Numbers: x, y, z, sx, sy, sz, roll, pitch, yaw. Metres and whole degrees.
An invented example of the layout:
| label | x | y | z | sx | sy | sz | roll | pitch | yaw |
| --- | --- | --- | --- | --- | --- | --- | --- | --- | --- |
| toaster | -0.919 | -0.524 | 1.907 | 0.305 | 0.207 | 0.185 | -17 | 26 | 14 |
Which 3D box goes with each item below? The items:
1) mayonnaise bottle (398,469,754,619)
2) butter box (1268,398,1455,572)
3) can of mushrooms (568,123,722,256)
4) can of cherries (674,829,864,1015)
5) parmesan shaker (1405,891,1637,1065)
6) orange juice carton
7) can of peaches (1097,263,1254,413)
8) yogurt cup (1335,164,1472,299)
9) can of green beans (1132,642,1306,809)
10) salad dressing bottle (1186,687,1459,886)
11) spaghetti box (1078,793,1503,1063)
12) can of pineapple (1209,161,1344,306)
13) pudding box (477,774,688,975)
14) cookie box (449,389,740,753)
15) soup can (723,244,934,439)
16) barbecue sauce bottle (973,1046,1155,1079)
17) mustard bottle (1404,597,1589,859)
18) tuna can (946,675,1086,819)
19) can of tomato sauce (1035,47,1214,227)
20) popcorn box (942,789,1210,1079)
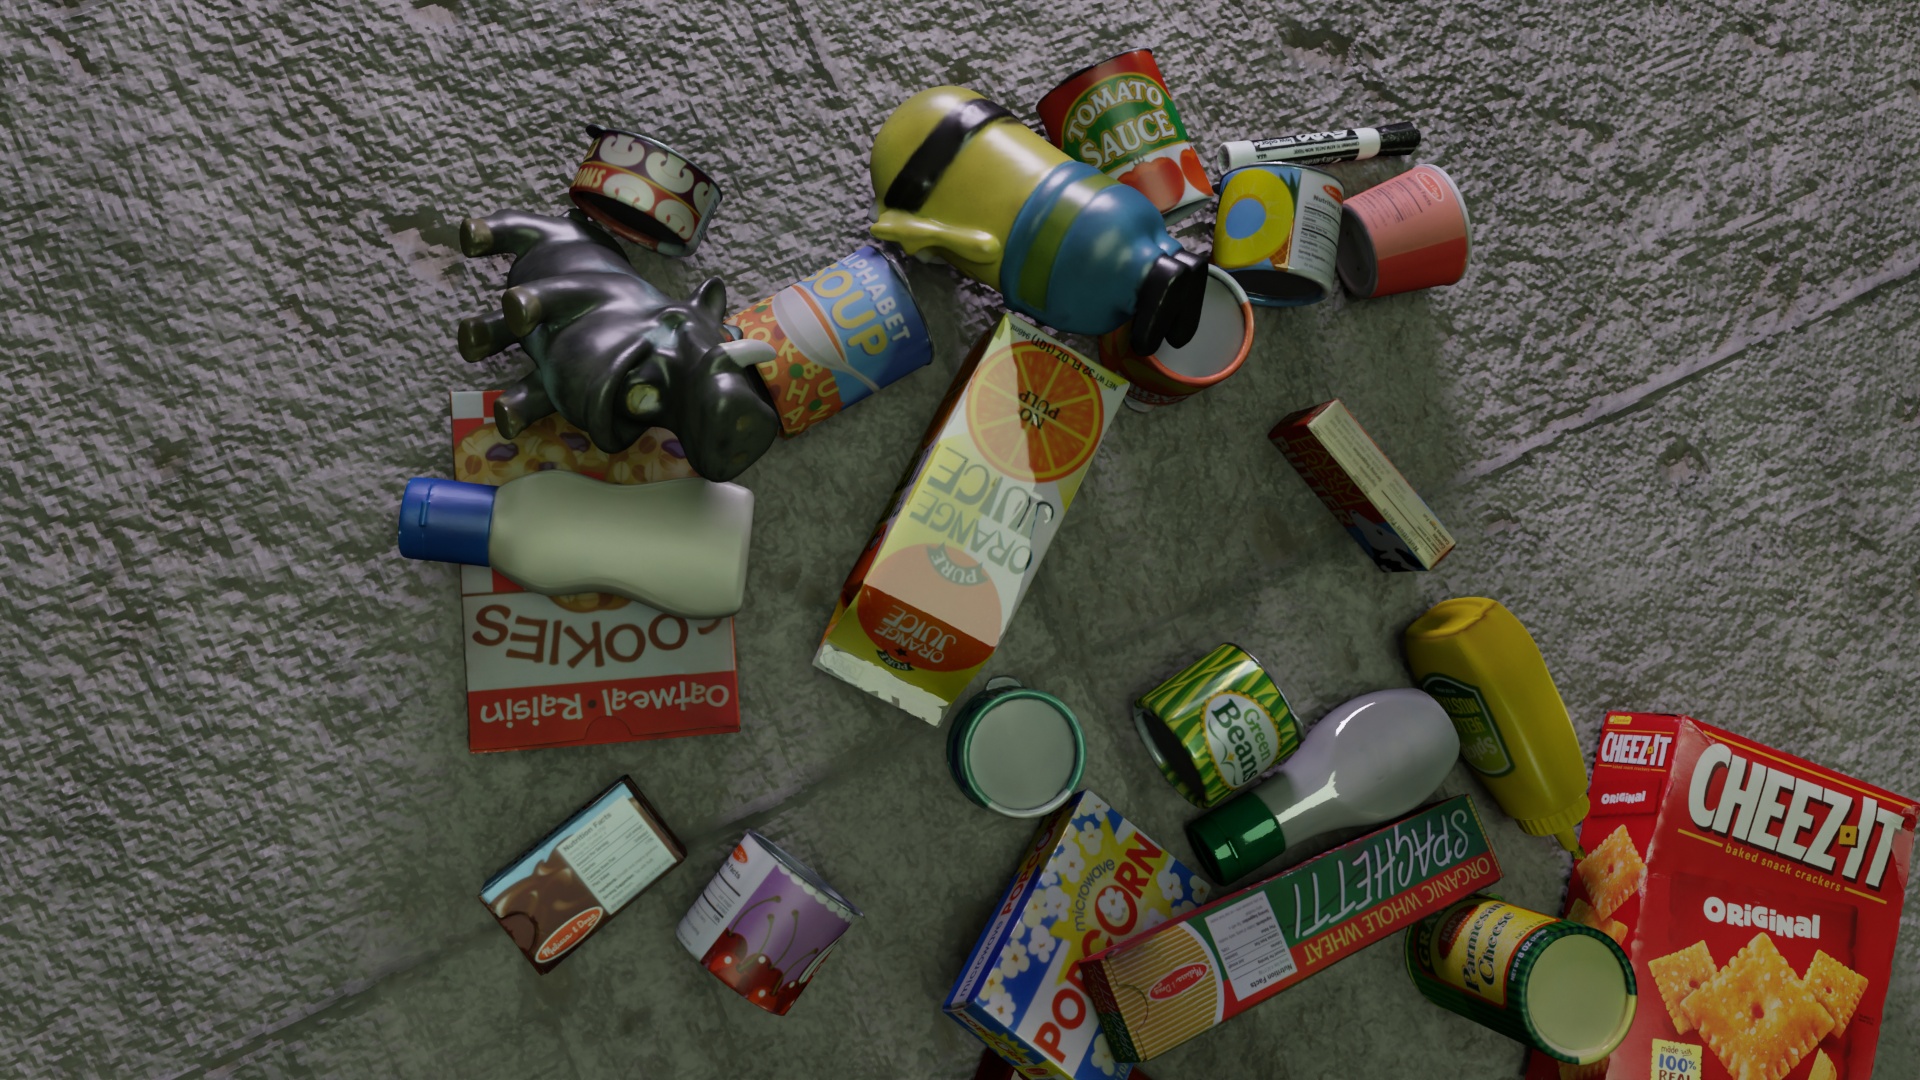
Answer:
| label | x | y | z | sx | sy | sz | roll | pitch | yaw |
| --- | --- | --- | --- | --- | --- | --- | --- | --- | --- |
| mayonnaise bottle | -0.169 | -0.002 | 0.620 | 0.148 | 0.041 | 0.065 | 7 | 81 | -11 |
| butter box | 0.215 | -0.028 | 0.745 | 0.024 | 0.053 | 0.103 | -42 | 94 | -10 |
| can of mushrooms | -0.153 | -0.167 | 0.666 | 0.071 | 0.071 | 0.033 | 24 | 82 | -10 |
| can of cherries | -0.088 | 0.180 | 0.650 | 0.071 | 0.071 | 0.058 | 38 | 79 | -7 |
| parmesan shaker | 0.287 | 0.218 | 0.713 | 0.071 | 0.103 | 0.071 | 1 | 85 | -13 |
| orange juice carton | 0.002 | -0.009 | 0.685 | 0.072 | 0.073 | 0.193 | 29 | 80 | -9 |
| can of peaches | 0.112 | -0.105 | 0.726 | 0.071 | 0.058 | 0.071 | 1 | 84 | -13 |
| yogurt cup | 0.238 | -0.165 | 0.758 | 0.054 | 0.072 | 0.072 | -18 | 89 | -6 |
| can of green beans | 0.129 | 0.094 | 0.708 | 0.058 | 0.071 | 0.071 | -30 | 92 | -13 |
| salad dressing bottle | 0.190 | 0.130 | 0.731 | 0.148 | 0.044 | 0.064 | -26 | 85 | -13 |
| spaghetti box | 0.172 | 0.187 | 0.691 | 0.251 | 0.028 | 0.050 | -14 | 77 | -30 |
| can of pineapple | 0.167 | -0.162 | 0.741 | 0.071 | 0.071 | 0.058 | 10 | 83 | -12 |
| pudding box | -0.176 | 0.155 | 0.651 | 0.084 | 0.030 | 0.049 | -39 | 95 | -13 |
| cookie box | -0.172 | 0.012 | 0.659 | 0.123 | 0.040 | 0.167 | -3 | 86 | -13 |
| soup can | -0.065 | -0.098 | 0.678 | 0.084 | 0.071 | 0.071 | -30 | 92 | -13 |
| barbecue sauce bottle | 0.080 | 0.292 | 0.690 | 0.148 | 0.043 | 0.065 | 29 | 73 | -9 |
| mustard bottle | 0.299 | 0.108 | 0.748 | 0.049 | 0.065 | 0.160 | -32 | 96 | -17 |
| tuna can | 0.028 | 0.104 | 0.701 | 0.071 | 0.033 | 0.071 | 1 | 85 | -13 |
| can of tomato sauce | 0.086 | -0.202 | 0.723 | 0.071 | 0.071 | 0.083 | -25 | 91 | -14 |
| popcorn box | 0.058 | 0.197 | 0.674 | 0.085 | 0.038 | 0.127 | 39 | 55 | -6 |
